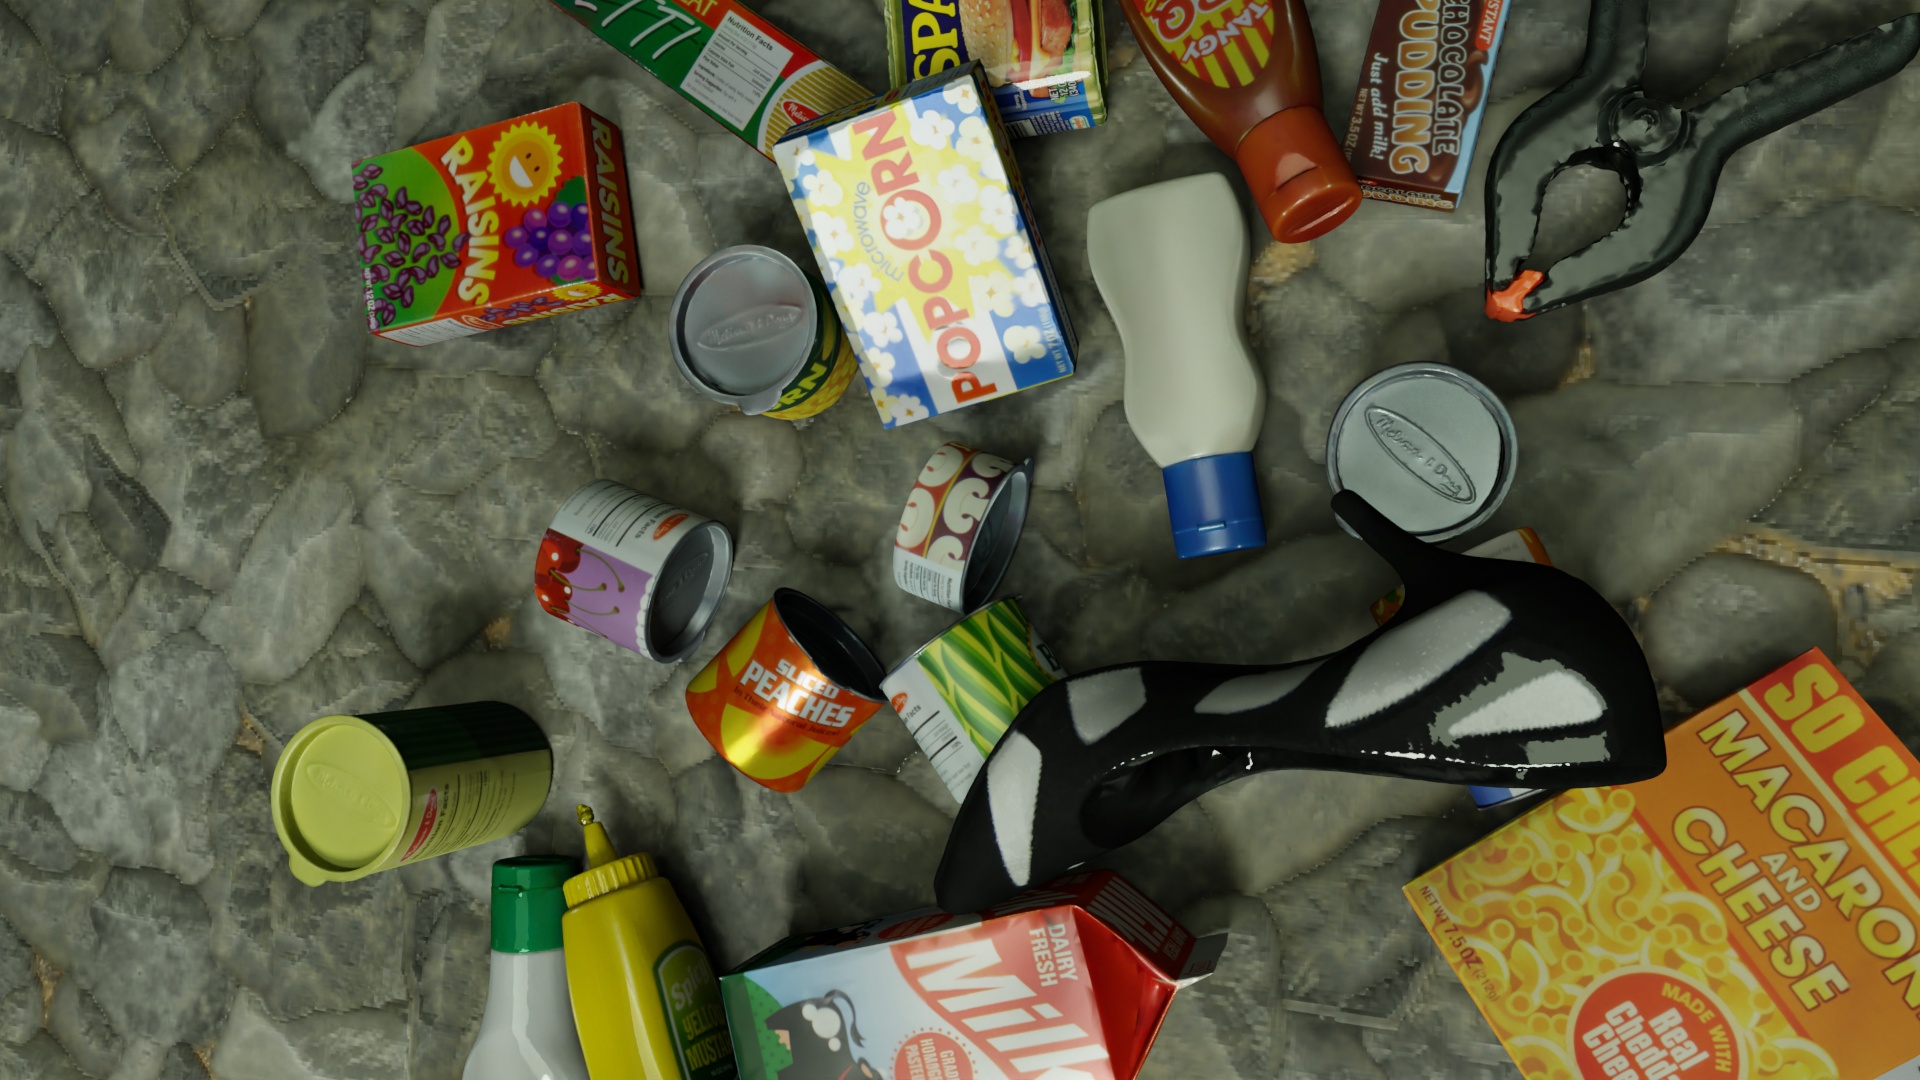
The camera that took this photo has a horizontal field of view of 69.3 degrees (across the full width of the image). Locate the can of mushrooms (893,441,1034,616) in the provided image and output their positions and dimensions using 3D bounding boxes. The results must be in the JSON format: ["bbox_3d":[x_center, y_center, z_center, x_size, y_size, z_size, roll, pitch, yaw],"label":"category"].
[{"bbox_3d":[0.002,-0.007,0.565,0.033,0.071,0.071,21,93,16],"label":"can of mushrooms"}]

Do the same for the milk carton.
[{"bbox_3d":[0.010,0.181,0.549,0.190,0.072,0.073,-16,83,14],"label":"milk carton"}]

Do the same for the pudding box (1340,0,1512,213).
[{"bbox_3d":[0.180,-0.175,0.542,0.050,0.030,0.083,15,92,15],"label":"pudding box"}]

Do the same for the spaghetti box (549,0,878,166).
[{"bbox_3d":[-0.129,-0.234,0.632,0.250,0.029,0.050,38,97,14],"label":"spaghetti box"}]

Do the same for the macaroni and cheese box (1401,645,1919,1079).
[{"bbox_3d":[0.263,0.133,0.486,0.166,0.040,0.124,-34,65,11],"label":"macaroni and cheese box"}]

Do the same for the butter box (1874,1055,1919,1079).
[{"bbox_3d":[0.302,0.199,0.492,0.103,0.024,0.053,-33,79,11],"label":"butter box"}]

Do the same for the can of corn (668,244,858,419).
[{"bbox_3d":[-0.081,-0.085,0.595,0.071,0.058,0.071,-1,87,15],"label":"can of corn"}]

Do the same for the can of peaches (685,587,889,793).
[{"bbox_3d":[-0.072,0.063,0.579,0.058,0.071,0.071,-46,77,10],"label":"can of peaches"}]

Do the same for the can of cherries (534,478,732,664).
[{"bbox_3d":[-0.142,0.015,0.604,0.058,0.071,0.071,20,93,16],"label":"can of cherries"}]

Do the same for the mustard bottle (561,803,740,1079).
[{"bbox_3d":[-0.137,0.187,0.595,0.048,0.065,0.160,-27,77,17],"label":"mustard bottle"}]

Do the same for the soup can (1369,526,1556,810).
[{"bbox_3d":[0.199,0.047,0.507,0.071,0.071,0.084,-29,76,13],"label":"soup can"}]

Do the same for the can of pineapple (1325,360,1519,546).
[{"bbox_3d":[0.170,-0.030,0.523,0.071,0.058,0.071,-1,87,16],"label":"can of pineapple"}]

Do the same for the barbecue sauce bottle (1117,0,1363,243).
[{"bbox_3d":[0.110,-0.186,0.542,0.064,0.043,0.149,-28,69,21],"label":"barbecue sauce bottle"}]

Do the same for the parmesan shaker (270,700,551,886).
[{"bbox_3d":[-0.236,0.108,0.605,0.071,0.103,0.071,-1,87,15],"label":"parmesan shaker"}]

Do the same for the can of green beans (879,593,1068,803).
[{"bbox_3d":[0.011,0.064,0.558,0.071,0.071,0.058,-37,79,11],"label":"can of green beans"}]

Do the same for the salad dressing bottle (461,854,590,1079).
[{"bbox_3d":[-0.190,0.217,0.618,0.064,0.044,0.147,-2,86,17],"label":"salad dressing bottle"}]

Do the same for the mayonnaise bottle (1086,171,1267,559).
[{"bbox_3d":[0.092,-0.068,0.556,0.065,0.041,0.148,-10,86,18],"label":"mayonnaise bottle"}]

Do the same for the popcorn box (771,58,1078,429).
[{"bbox_3d":[-0.011,-0.116,0.560,0.085,0.038,0.126,-15,113,15],"label":"popcorn box"}]

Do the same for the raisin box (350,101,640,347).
[{"bbox_3d":[-0.216,-0.144,0.646,0.123,0.040,0.086,-10,84,16],"label":"raisin box"}]
